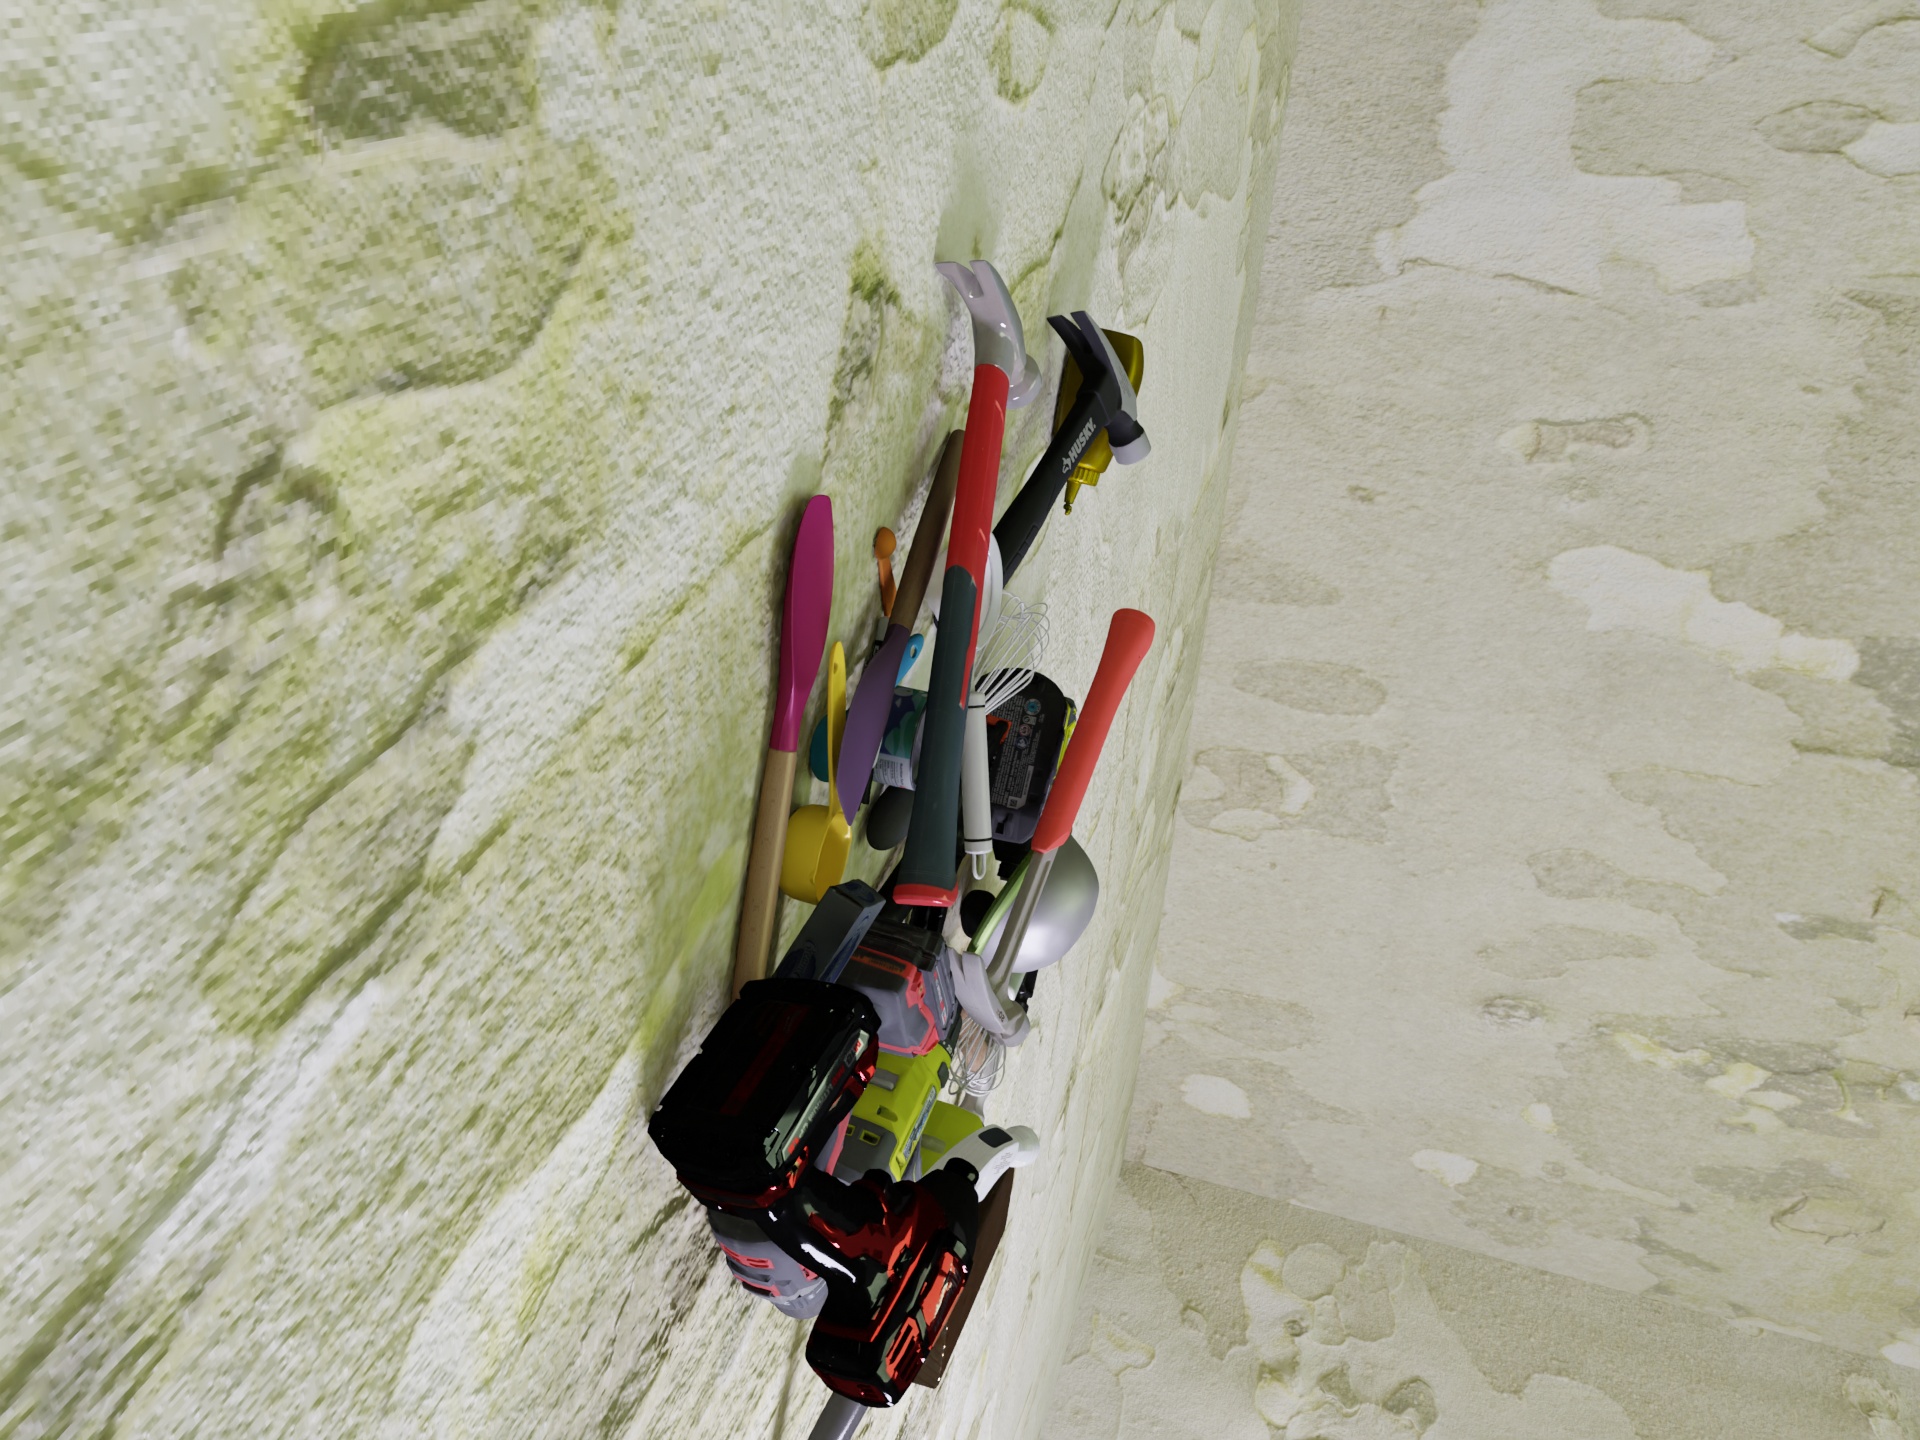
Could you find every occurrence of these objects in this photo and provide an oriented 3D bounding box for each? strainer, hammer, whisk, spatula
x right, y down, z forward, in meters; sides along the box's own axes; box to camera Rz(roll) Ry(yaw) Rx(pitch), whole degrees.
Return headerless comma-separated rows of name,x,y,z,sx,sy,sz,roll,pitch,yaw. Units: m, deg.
strainer,0.004,-0.021,1.070,0.087,0.050,0.258,-7,94,-62
hammer,0.075,0.058,1.200,0.149,0.037,0.359,66,41,-53
whisk,0.033,0.243,1.383,0.059,0.058,0.246,-46,-174,29
hammer,0.058,-0.177,1.209,0.146,0.035,0.335,62,42,-32
hammer,-0.051,0.436,1.128,0.331,0.033,0.128,-61,154,2
hammer,0.004,0.276,1.438,0.331,0.031,0.130,74,31,-63
hammer,0.045,0.206,1.544,0.336,0.034,0.127,61,43,-70
whisk,-0.003,-0.005,1.133,0.285,0.070,0.070,-57,156,-45
hammer,-0.003,-0.082,0.956,0.143,0.038,0.386,50,44,-65
strainer,0.080,0.167,1.378,0.151,0.069,0.256,-56,167,0
spatula,-0.032,-0.073,0.959,0.059,0.018,0.316,79,20,-47

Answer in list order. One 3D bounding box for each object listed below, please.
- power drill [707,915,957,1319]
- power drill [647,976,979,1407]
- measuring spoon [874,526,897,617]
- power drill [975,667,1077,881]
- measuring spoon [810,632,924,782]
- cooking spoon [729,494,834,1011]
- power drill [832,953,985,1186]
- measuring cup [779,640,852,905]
power drill,-0.077,0.250,0.984,0.187,0.080,0.227,82,26,-54
power drill,-0.059,0.245,0.842,0.143,0.078,0.219,-54,131,-38
measuring spoon,-0.040,-0.077,0.990,0.116,0.011,0.021,83,23,-54
power drill,0.050,0.048,1.343,0.223,0.080,0.171,47,56,-78
measuring spoon,-0.047,-0.010,0.944,0.129,0.021,0.042,-53,144,-38
cooking spoon,-0.098,0.040,0.836,0.069,0.017,0.319,-28,128,-76
power drill,-0.034,0.295,1.177,0.228,0.080,0.191,82,29,-51
measuring cup,-0.081,0.029,0.883,0.062,0.029,0.156,-49,145,-65
